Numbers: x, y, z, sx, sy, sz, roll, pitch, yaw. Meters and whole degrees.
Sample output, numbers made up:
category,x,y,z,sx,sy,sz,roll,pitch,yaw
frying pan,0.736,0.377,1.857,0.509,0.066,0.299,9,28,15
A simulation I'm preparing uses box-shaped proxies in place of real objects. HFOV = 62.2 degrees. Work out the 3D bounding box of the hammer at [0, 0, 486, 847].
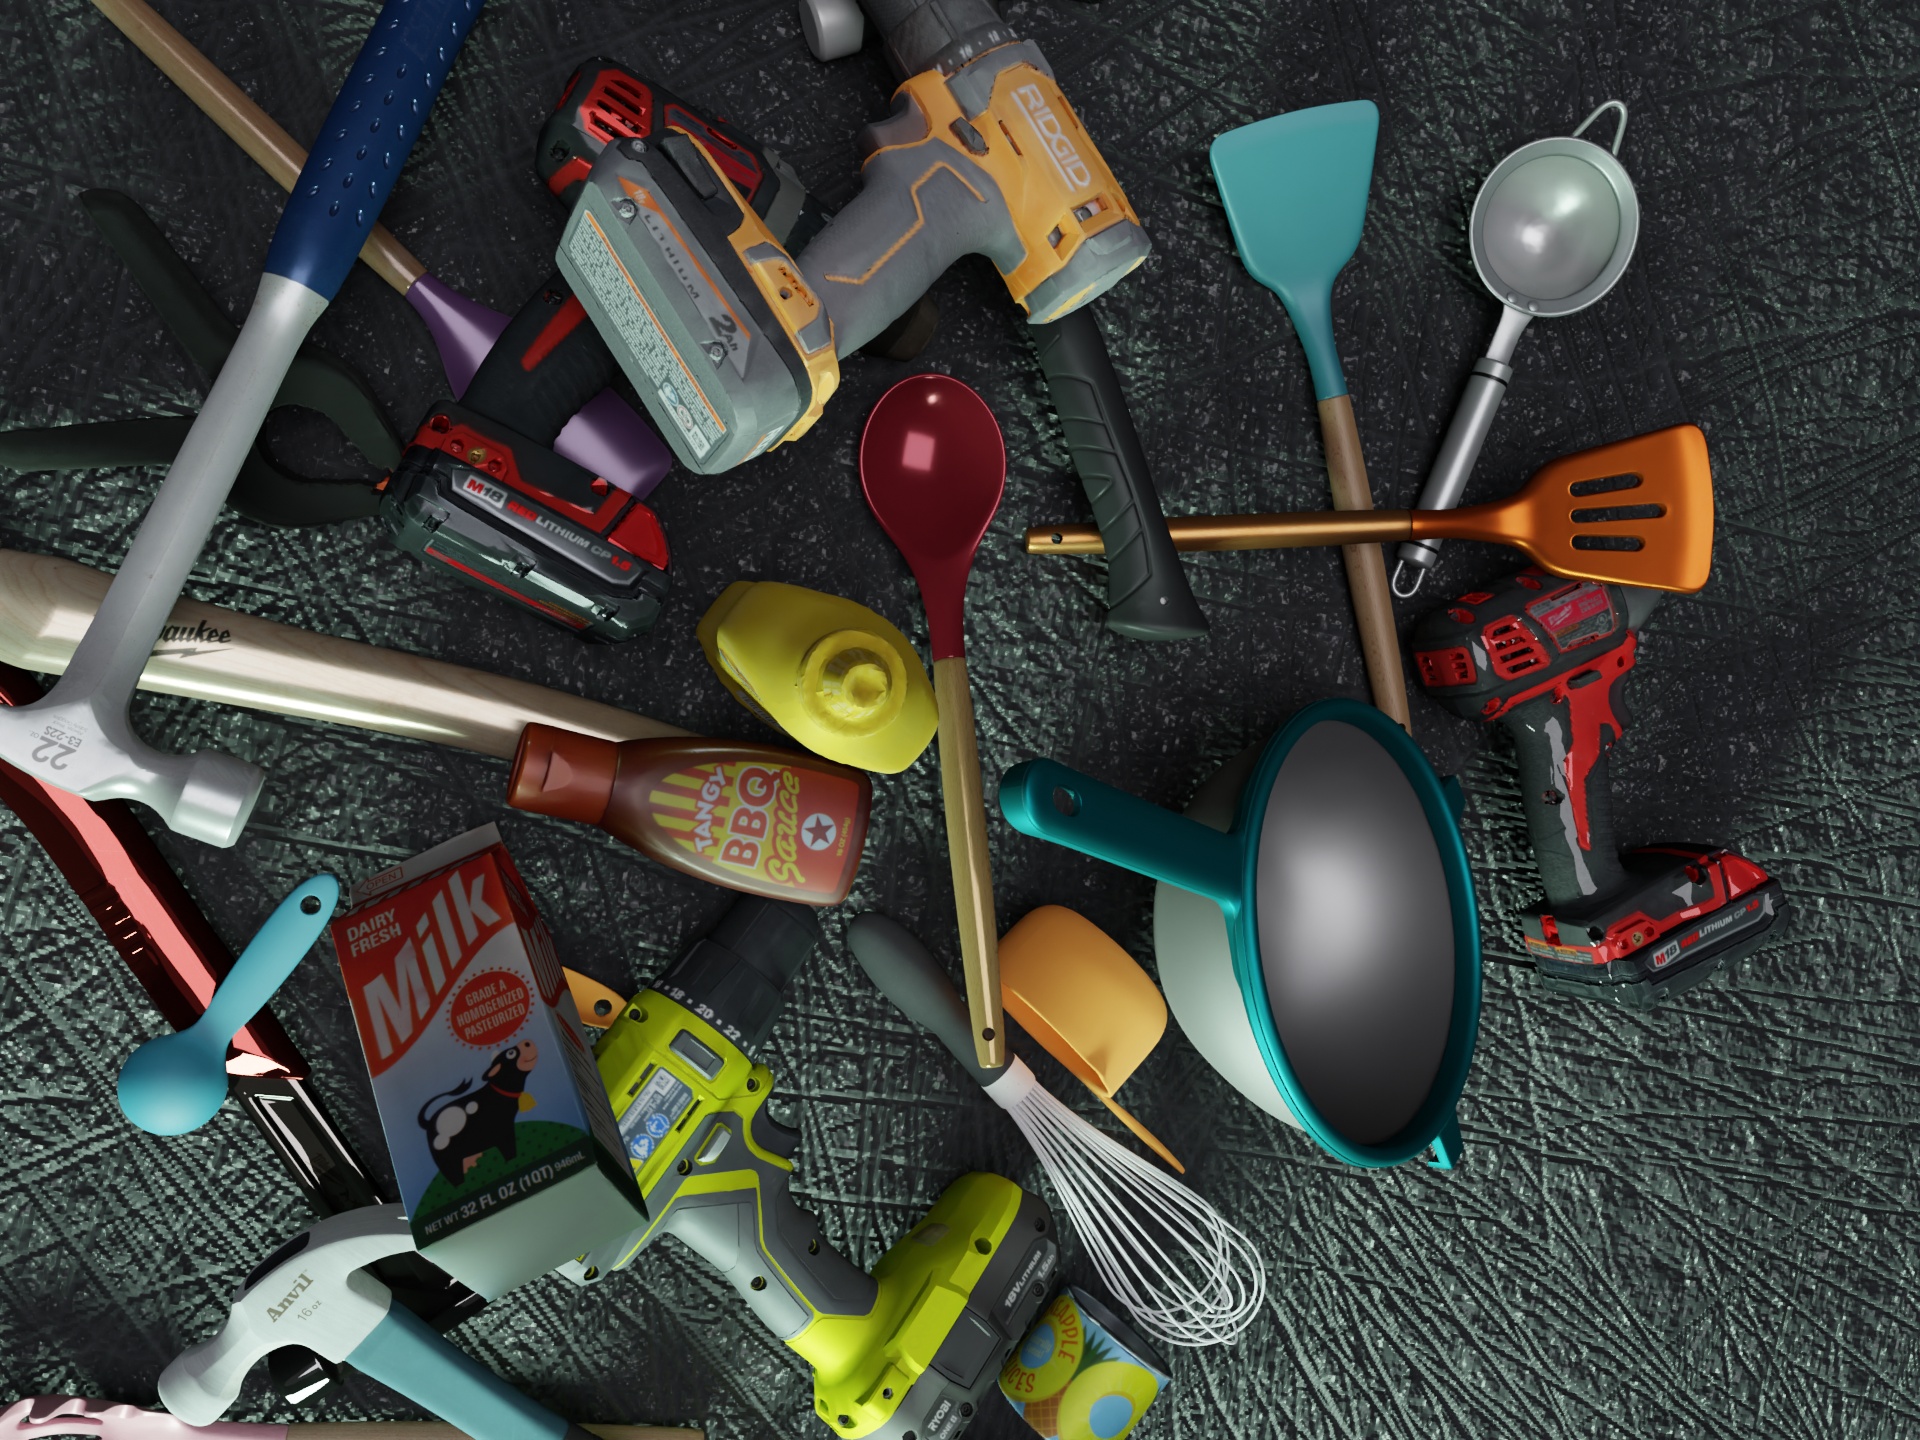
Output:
category,x,y,z,sx,sy,sz,roll,pitch,yaw
hammer,-0.272,-0.164,0.626,0.144,0.035,0.406,25,75,-21

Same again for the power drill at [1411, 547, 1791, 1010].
category,x,y,z,sx,sy,sz,roll,pitch,yaw
power drill,0.329,0.022,0.812,0.143,0.078,0.219,-23,95,-17

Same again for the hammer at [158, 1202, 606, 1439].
category,x,y,z,sx,sy,sz,roll,pitch,yaw
hammer,-0.175,0.332,0.710,0.128,0.033,0.330,-47,110,-5

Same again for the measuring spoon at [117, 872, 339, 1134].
category,x,y,z,sx,sy,sz,roll,pitch,yaw
measuring spoon,-0.300,0.117,0.656,0.042,0.021,0.128,37,86,-14

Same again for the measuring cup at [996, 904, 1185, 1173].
category,x,y,z,sx,sy,sz,roll,pitch,yaw
measuring cup,0.078,0.156,0.767,0.052,0.095,0.173,-47,121,-11

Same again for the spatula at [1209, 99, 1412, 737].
category,x,y,z,sx,sy,sz,roll,pitch,yaw
spatula,0.190,-0.134,0.784,0.082,0.044,0.317,-14,98,-2

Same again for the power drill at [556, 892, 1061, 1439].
category,x,y,z,sx,sy,sz,roll,pitch,yaw
power drill,-0.069,0.204,0.721,0.228,0.080,0.190,41,67,-12

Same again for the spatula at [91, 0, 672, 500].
category,x,y,z,sx,sy,sz,roll,pitch,yaw
spatula,-0.256,-0.205,0.684,0.315,0.018,0.060,45,84,-13

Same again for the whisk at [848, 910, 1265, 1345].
category,x,y,z,sx,sy,sz,roll,pitch,yaw
whisk,0.045,0.197,0.769,0.070,0.070,0.284,-42,98,-7

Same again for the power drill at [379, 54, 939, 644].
category,x,y,z,sx,sy,sz,roll,pitch,yaw
power drill,-0.123,-0.146,0.683,0.187,0.080,0.227,28,77,-21

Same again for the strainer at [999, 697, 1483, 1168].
category,x,y,z,sx,sy,sz,roll,pitch,yaw
strainer,0.112,0.080,0.707,0.340,0.095,0.211,23,65,-41

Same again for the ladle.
category,x,y,z,sx,sy,sz,roll,pitch,yaw
ladle,-0.001,-0.002,0.724,0.069,0.031,0.315,-6,82,4

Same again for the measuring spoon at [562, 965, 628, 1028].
category,x,y,z,sx,sy,sz,roll,pitch,yaw
measuring spoon,-0.203,0.113,0.725,0.116,0.011,0.021,27,85,-17

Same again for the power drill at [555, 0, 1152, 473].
category,x,y,z,sx,sy,sz,roll,pitch,yaw
power drill,-0.049,-0.221,0.642,0.226,0.084,0.185,-34,95,-27

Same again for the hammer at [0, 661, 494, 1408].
category,x,y,z,sx,sy,sz,roll,pitch,yaw
hammer,-0.314,0.115,0.683,0.149,0.037,0.359,-32,101,-10

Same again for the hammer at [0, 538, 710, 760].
category,x,y,z,sx,sy,sz,roll,pitch,yaw
hammer,-0.230,-0.019,0.674,0.410,0.038,0.146,16,87,-21

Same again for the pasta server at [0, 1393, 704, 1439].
category,x,y,z,sx,sy,sz,roll,pitch,yaw
pasta server,-0.272,0.326,0.707,0.316,0.040,0.060,7,103,-15

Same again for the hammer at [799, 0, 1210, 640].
category,x,y,z,sx,sy,sz,roll,pitch,yaw
hammer,0.049,-0.194,0.733,0.146,0.035,0.335,-20,92,-12

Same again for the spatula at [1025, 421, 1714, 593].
category,x,y,z,sx,sy,sz,roll,pitch,yaw
spatula,0.193,-0.094,0.762,0.322,0.041,0.081,-3,93,-2

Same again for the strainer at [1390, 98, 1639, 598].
category,x,y,z,sx,sy,sz,roll,pitch,yaw
strainer,0.269,-0.183,0.802,0.087,0.050,0.258,21,95,-8
